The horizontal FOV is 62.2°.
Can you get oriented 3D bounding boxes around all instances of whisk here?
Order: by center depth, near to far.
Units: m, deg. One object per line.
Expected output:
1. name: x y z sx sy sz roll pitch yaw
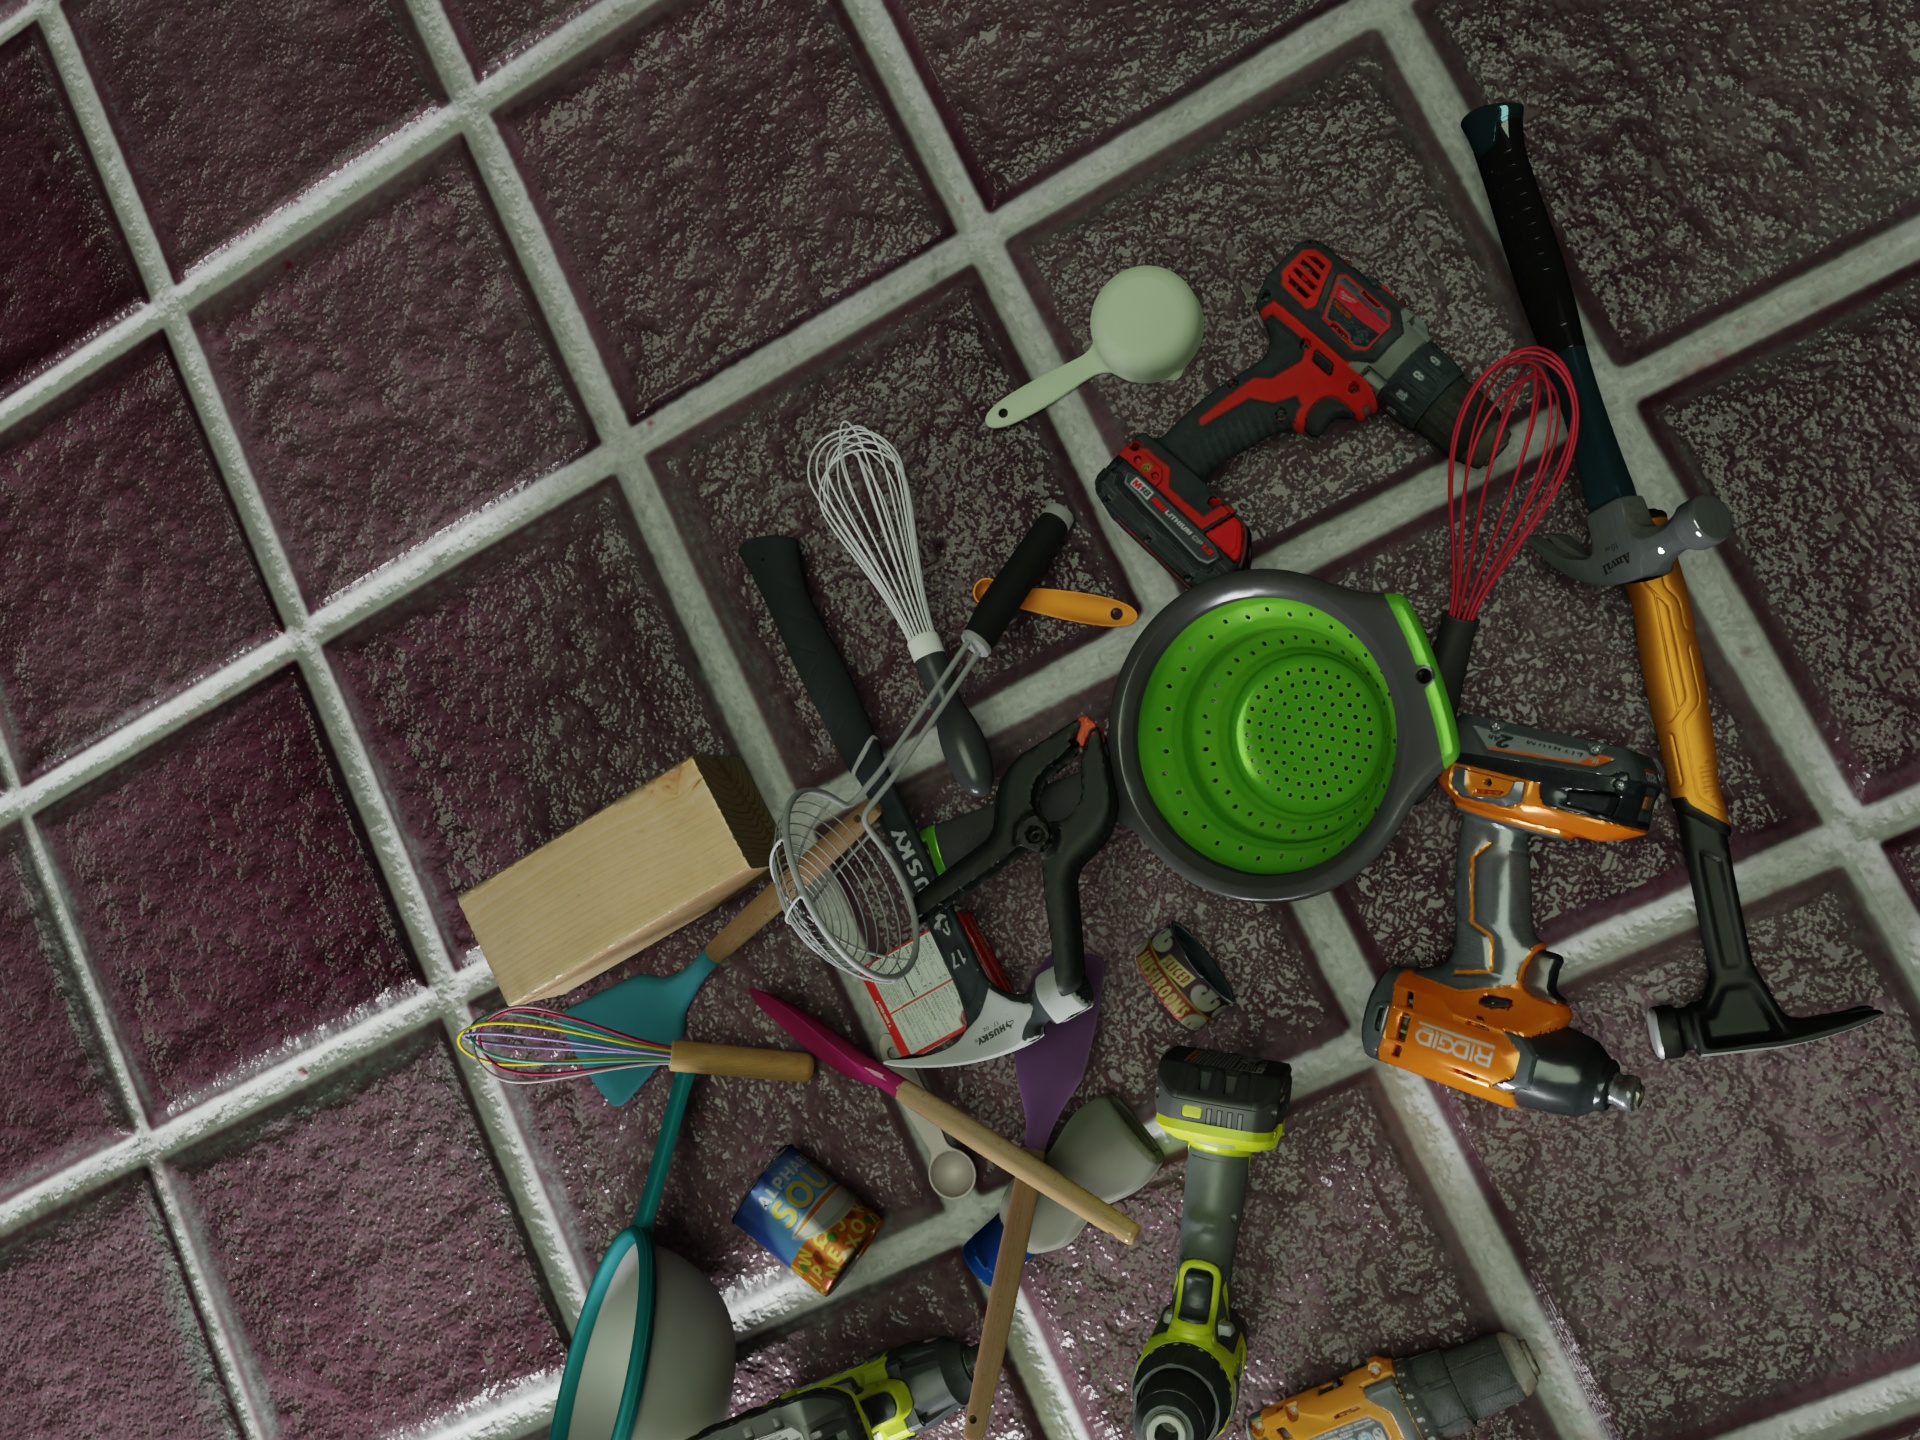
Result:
1. whisk: 0.314 -0.083 0.983 0.073 0.073 0.295 16 110 15
2. whisk: -0.035 -0.078 1.092 0.070 0.070 0.285 -24 77 13
3. whisk: -0.224 0.232 1.108 0.245 0.051 0.047 8 106 -13

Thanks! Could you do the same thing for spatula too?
1. spatula: 0.041 0.308 1.049 0.060 0.018 0.316 4 73 32
2. spatula: -0.163 0.154 1.114 0.317 0.044 0.082 -43 75 27

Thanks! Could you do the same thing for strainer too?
1. strainer: -0.195 0.401 1.104 0.095 0.211 0.341 19 68 -18

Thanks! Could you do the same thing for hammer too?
1. hammer: 0.460 0.033 0.978 0.127 0.034 0.337 -11 85 15
2. hammer: 0.372 -0.239 0.985 0.033 0.128 0.331 -6 75 -22
3. hammer: -0.060 0.045 1.093 0.149 0.036 0.409 -34 72 22

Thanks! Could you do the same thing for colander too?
1. colander: 0.139 0.035 1.047 0.397 0.094 0.204 -22 79 31

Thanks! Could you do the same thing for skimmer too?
1. skimmer: -0.002 -0.003 1.003 0.090 0.127 0.363 0 50 51

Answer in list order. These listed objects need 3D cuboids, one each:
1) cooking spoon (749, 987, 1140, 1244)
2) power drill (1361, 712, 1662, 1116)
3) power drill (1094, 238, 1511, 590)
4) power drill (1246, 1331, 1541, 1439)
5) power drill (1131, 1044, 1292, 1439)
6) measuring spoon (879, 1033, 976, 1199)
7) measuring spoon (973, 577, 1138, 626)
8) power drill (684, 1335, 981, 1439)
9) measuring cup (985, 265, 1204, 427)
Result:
1. cooking spoon: -0.018 0.259 1.061 0.319 0.068 0.017 26 63 26
2. power drill: 0.349 0.122 0.963 0.164 0.084 0.226 16 93 36
3. power drill: 0.220 -0.176 1.033 0.188 0.080 0.226 45 96 12
4. power drill: 0.306 0.504 0.980 0.185 0.084 0.226 -28 76 11
5. power drill: 0.148 0.324 0.973 0.080 0.190 0.228 7 85 15
6. measuring spoon: -0.024 0.275 1.112 0.034 0.018 0.124 -32 73 12
7. measuring spoon: 0.066 -0.081 1.104 0.117 0.011 0.021 10 91 12
8. power drill: -0.079 0.452 1.008 0.171 0.223 0.080 -27 75 13
9. measuring cup: 0.087 -0.249 1.087 0.167 0.038 0.083 -29 81 10
